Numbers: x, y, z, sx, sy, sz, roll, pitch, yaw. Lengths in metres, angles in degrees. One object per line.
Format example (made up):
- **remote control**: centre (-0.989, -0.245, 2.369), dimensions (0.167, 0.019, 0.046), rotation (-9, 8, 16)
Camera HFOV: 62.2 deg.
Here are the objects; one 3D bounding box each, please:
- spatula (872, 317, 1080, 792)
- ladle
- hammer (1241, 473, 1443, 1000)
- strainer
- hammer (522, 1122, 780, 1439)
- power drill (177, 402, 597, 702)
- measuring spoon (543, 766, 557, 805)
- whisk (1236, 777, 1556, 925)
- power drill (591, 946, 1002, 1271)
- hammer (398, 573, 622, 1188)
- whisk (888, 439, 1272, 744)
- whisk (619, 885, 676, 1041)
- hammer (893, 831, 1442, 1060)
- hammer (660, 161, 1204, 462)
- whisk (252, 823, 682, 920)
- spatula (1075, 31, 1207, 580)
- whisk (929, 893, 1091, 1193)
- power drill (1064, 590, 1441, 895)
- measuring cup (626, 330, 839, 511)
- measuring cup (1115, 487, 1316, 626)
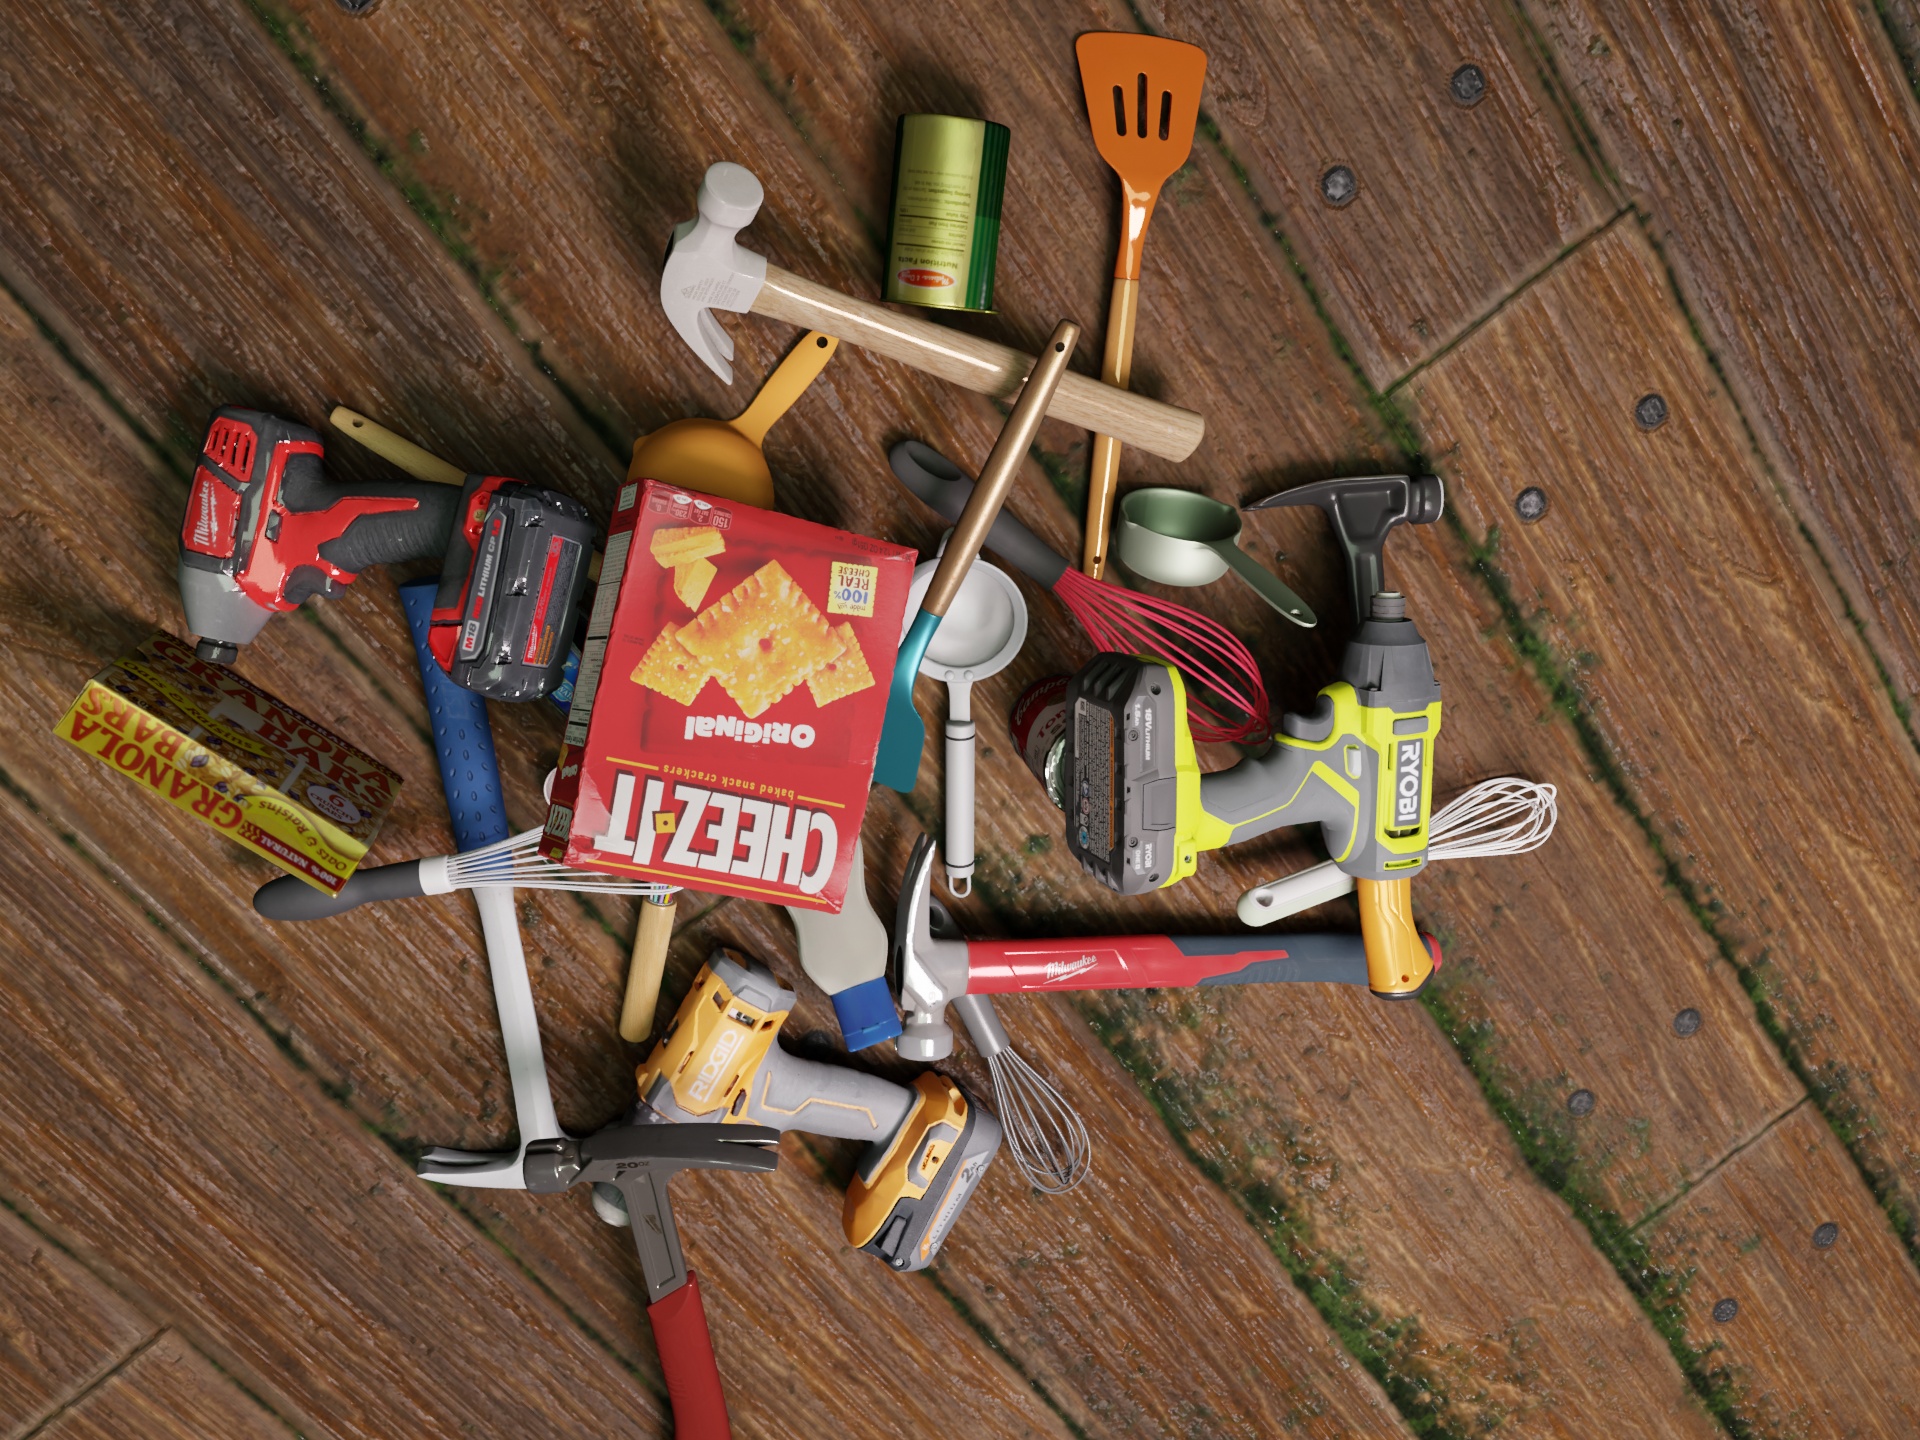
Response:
- **spatula**: centre (-0.006, -0.091, 0.937), dimensions (0.082, 0.044, 0.317), rotation (27, 112, -1)
- **ladle**: centre (-0.227, -0.097, 0.945), dimensions (0.315, 0.031, 0.069), rotation (31, 67, -14)
- **hammer**: centre (0.259, 0.013, 1.021), dimensions (0.127, 0.034, 0.337), rotation (-6, 92, -10)
- **strainer**: centre (-0.002, -0.003, 1.009), dimensions (0.087, 0.050, 0.258), rotation (2, 112, 4)
- **hammer**: centre (-0.172, 0.388, 1.025), dimensions (0.149, 0.037, 0.358), rotation (-2, 126, 1)
- **power drill**: centre (-0.323, -0.083, 0.869), dimensions (0.220, 0.078, 0.143), rotation (14, 91, 11)
- **measuring spoon**: centre (-0.216, 0.004, 0.987), dimensions (0.034, 0.018, 0.124), rotation (34, 90, -17)
- **whisk**: centre (0.295, 0.089, 1.067), dimensions (0.246, 0.058, 0.059), rotation (-18, 147, -14)
- **power drill**: centre (-0.110, 0.275, 1.032), dimensions (0.226, 0.084, 0.185), rotation (32, 88, -17)
- **hammer**: centre (-0.295, 0.111, 0.988), dimensions (0.144, 0.035, 0.405), rotation (-8, 107, -8)
- **whisk**: centre (0.076, -0.078, 0.982), dimensions (0.295, 0.073, 0.073), rotation (37, 96, -7)
- **whisk**: centre (-0.188, 0.091, 1.005), dimensions (0.047, 0.051, 0.245), rotation (16, 107, 7)
- **hammer**: centre (0.146, 0.145, 1.060), dimensions (0.386, 0.038, 0.143), rotation (1, 96, -17)
- **hammer**: centre (-0.009, -0.207, 0.903), dimensions (0.331, 0.130, 0.031), rotation (14, 59, -23)
- **whisk**: centre (-0.275, 0.086, 0.936), dimensions (0.284, 0.070, 0.070), rotation (-9, 107, 0)
- **spatula**: centre (0.096, -0.245, 0.969), dimensions (0.081, 0.041, 0.322), rotation (1, 109, -12)
- **whisk**: centre (0.025, 0.218, 1.073), dimensions (0.055, 0.055, 0.239), rotation (-27, 104, -2)
- **power drill**: centre (0.177, 0.015, 0.930), dimensions (0.223, 0.080, 0.171), rotation (-6, 103, -22)
- **measuring cup**: centre (-0.126, -0.164, 0.932), dimensions (0.095, 0.052, 0.173), rotation (38, 98, -18)
- **measuring cup**: centre (0.154, -0.087, 0.952), dimensions (0.083, 0.168, 0.038), rotation (-11, 129, -28)
